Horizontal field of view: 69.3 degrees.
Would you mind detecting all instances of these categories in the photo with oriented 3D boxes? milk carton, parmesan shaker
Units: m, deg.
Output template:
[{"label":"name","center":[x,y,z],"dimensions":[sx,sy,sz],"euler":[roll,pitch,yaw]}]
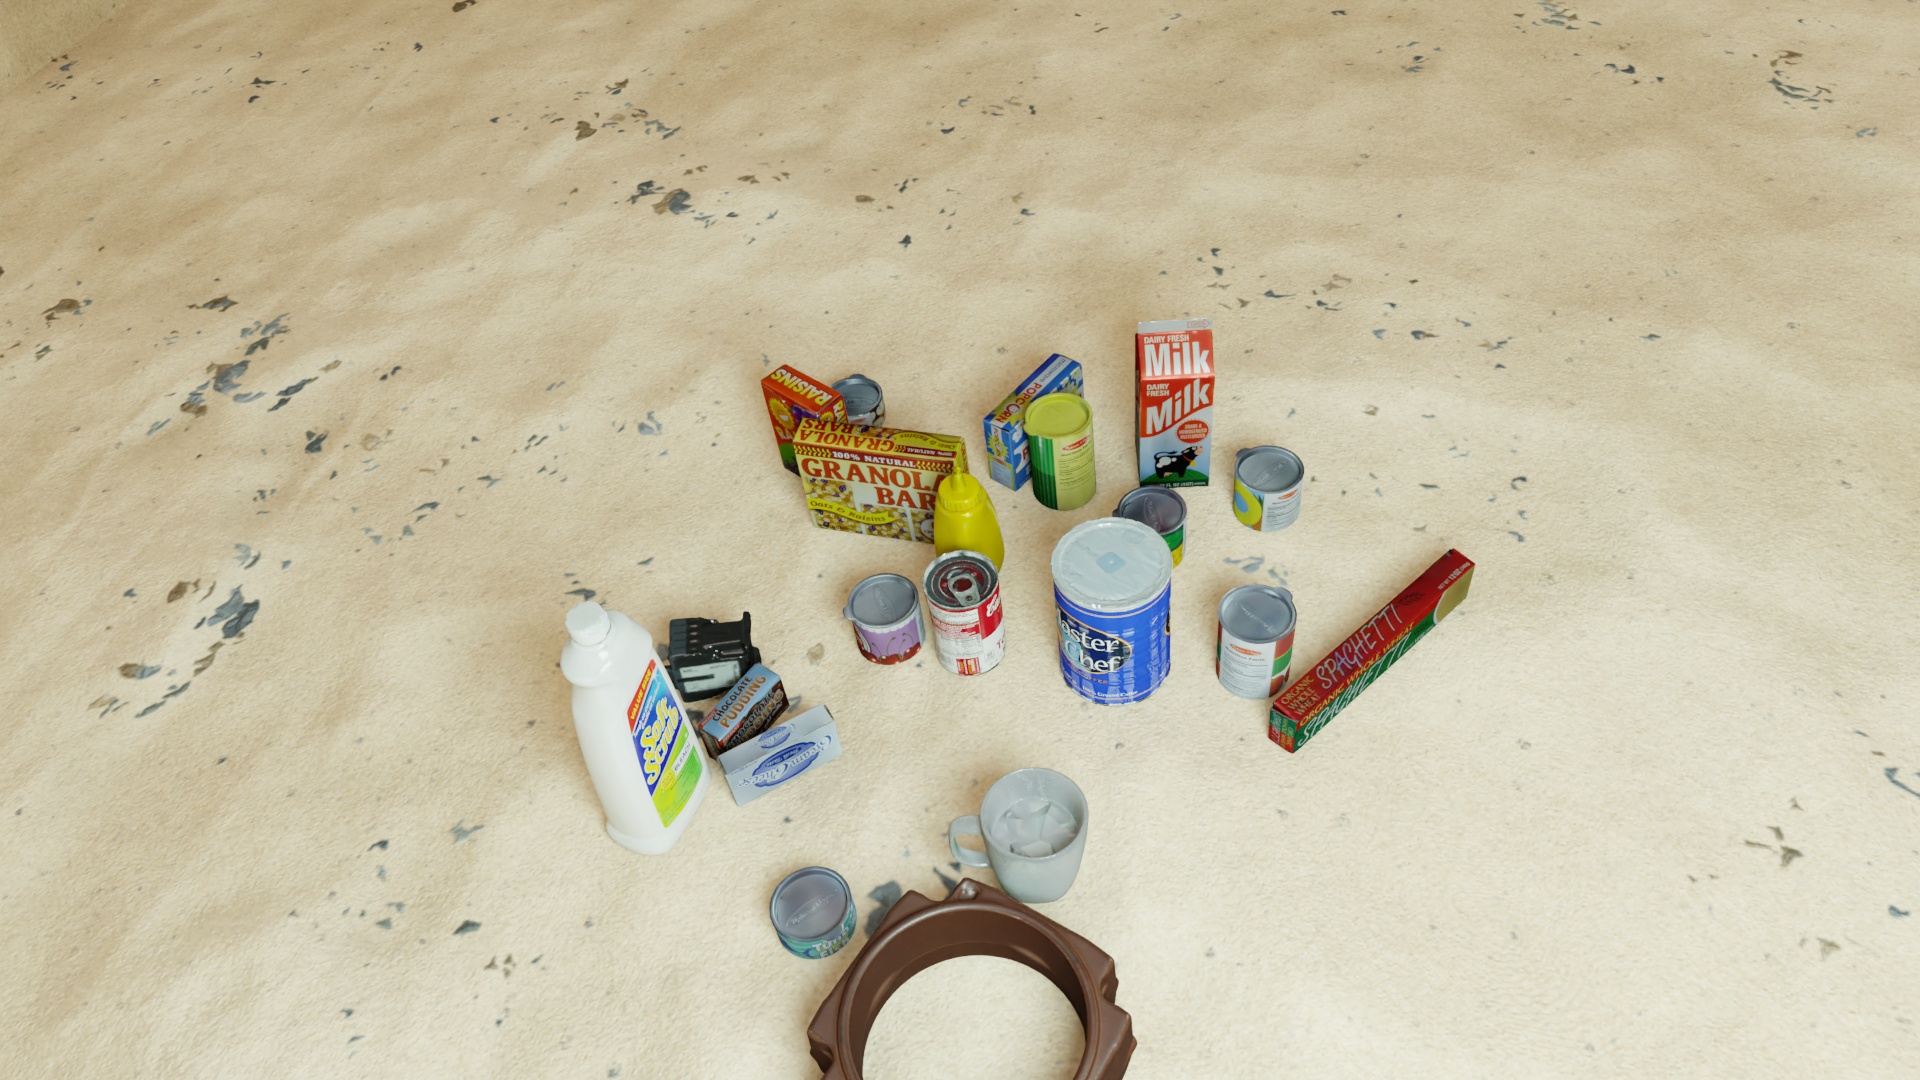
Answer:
[{"label":"milk carton","center":[0.209,-0.142,1.365],"dimensions":[0.072,0.189,0.074],"euler":[-3,47,5]},{"label":"parmesan shaker","center":[0.099,-0.087,1.388],"dimensions":[0.071,0.102,0.072],"euler":[-4,47,4]}]

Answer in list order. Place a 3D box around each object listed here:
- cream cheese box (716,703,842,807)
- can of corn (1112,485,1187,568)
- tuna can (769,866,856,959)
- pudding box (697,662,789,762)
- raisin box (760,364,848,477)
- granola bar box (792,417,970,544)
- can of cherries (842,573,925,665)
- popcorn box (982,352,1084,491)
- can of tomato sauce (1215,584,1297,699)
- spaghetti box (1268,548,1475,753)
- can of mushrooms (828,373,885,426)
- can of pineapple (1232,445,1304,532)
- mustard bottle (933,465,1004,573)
[{"label":"cream cheese box","center":[-0.155,0.186,1.202],"dimensions":[0.104,0.053,0.024],"euler":[-26,49,-16]},{"label":"can of corn","center":[0.182,-0.009,1.335],"dimensions":[0.071,0.058,0.071],"euler":[-4,47,4]},{"label":"tuna can","center":[-0.115,0.298,1.106],"dimensions":[0.071,0.032,0.071],"euler":[-4,47,4]},{"label":"pudding box","center":[-0.193,0.155,1.238],"dimensions":[0.030,0.049,0.084],"euler":[24,55,27]},{"label":"raisin box","center":[-0.154,-0.112,1.432],"dimensions":[0.086,0.122,0.040],"euler":[31,58,31]},{"label":"granola bar box","center":[-0.074,-0.056,1.368],"dimensions":[0.165,0.123,0.039],"euler":[8,49,15]},{"label":"can of cherries","center":[-0.071,0.074,1.291],"dimensions":[0.071,0.058,0.072],"euler":[-4,47,4]},{"label":"popcorn box","center":[0.078,-0.123,1.437],"dimensions":[0.038,0.084,0.127],"euler":[27,56,29]},{"label":"can of tomato sauce","center":[0.259,0.088,1.217],"dimensions":[0.071,0.082,0.071],"euler":[-4,47,4]},{"label":"spaghetti box","center":[0.362,0.095,1.219],"dimensions":[0.251,0.050,0.029],"euler":[-35,52,-23]},{"label":"can of mushrooms","center":[-0.115,-0.148,1.521],"dimensions":[0.071,0.033,0.071],"euler":[-4,47,4]},{"label":"can of pineapple","center":[0.300,-0.052,1.359],"dimensions":[0.071,0.057,0.071],"euler":[-4,47,4]},{"label":"mustard bottle","center":[0.005,-0.016,1.296],"dimensions":[0.049,0.159,0.065],"euler":[27,56,29]}]
